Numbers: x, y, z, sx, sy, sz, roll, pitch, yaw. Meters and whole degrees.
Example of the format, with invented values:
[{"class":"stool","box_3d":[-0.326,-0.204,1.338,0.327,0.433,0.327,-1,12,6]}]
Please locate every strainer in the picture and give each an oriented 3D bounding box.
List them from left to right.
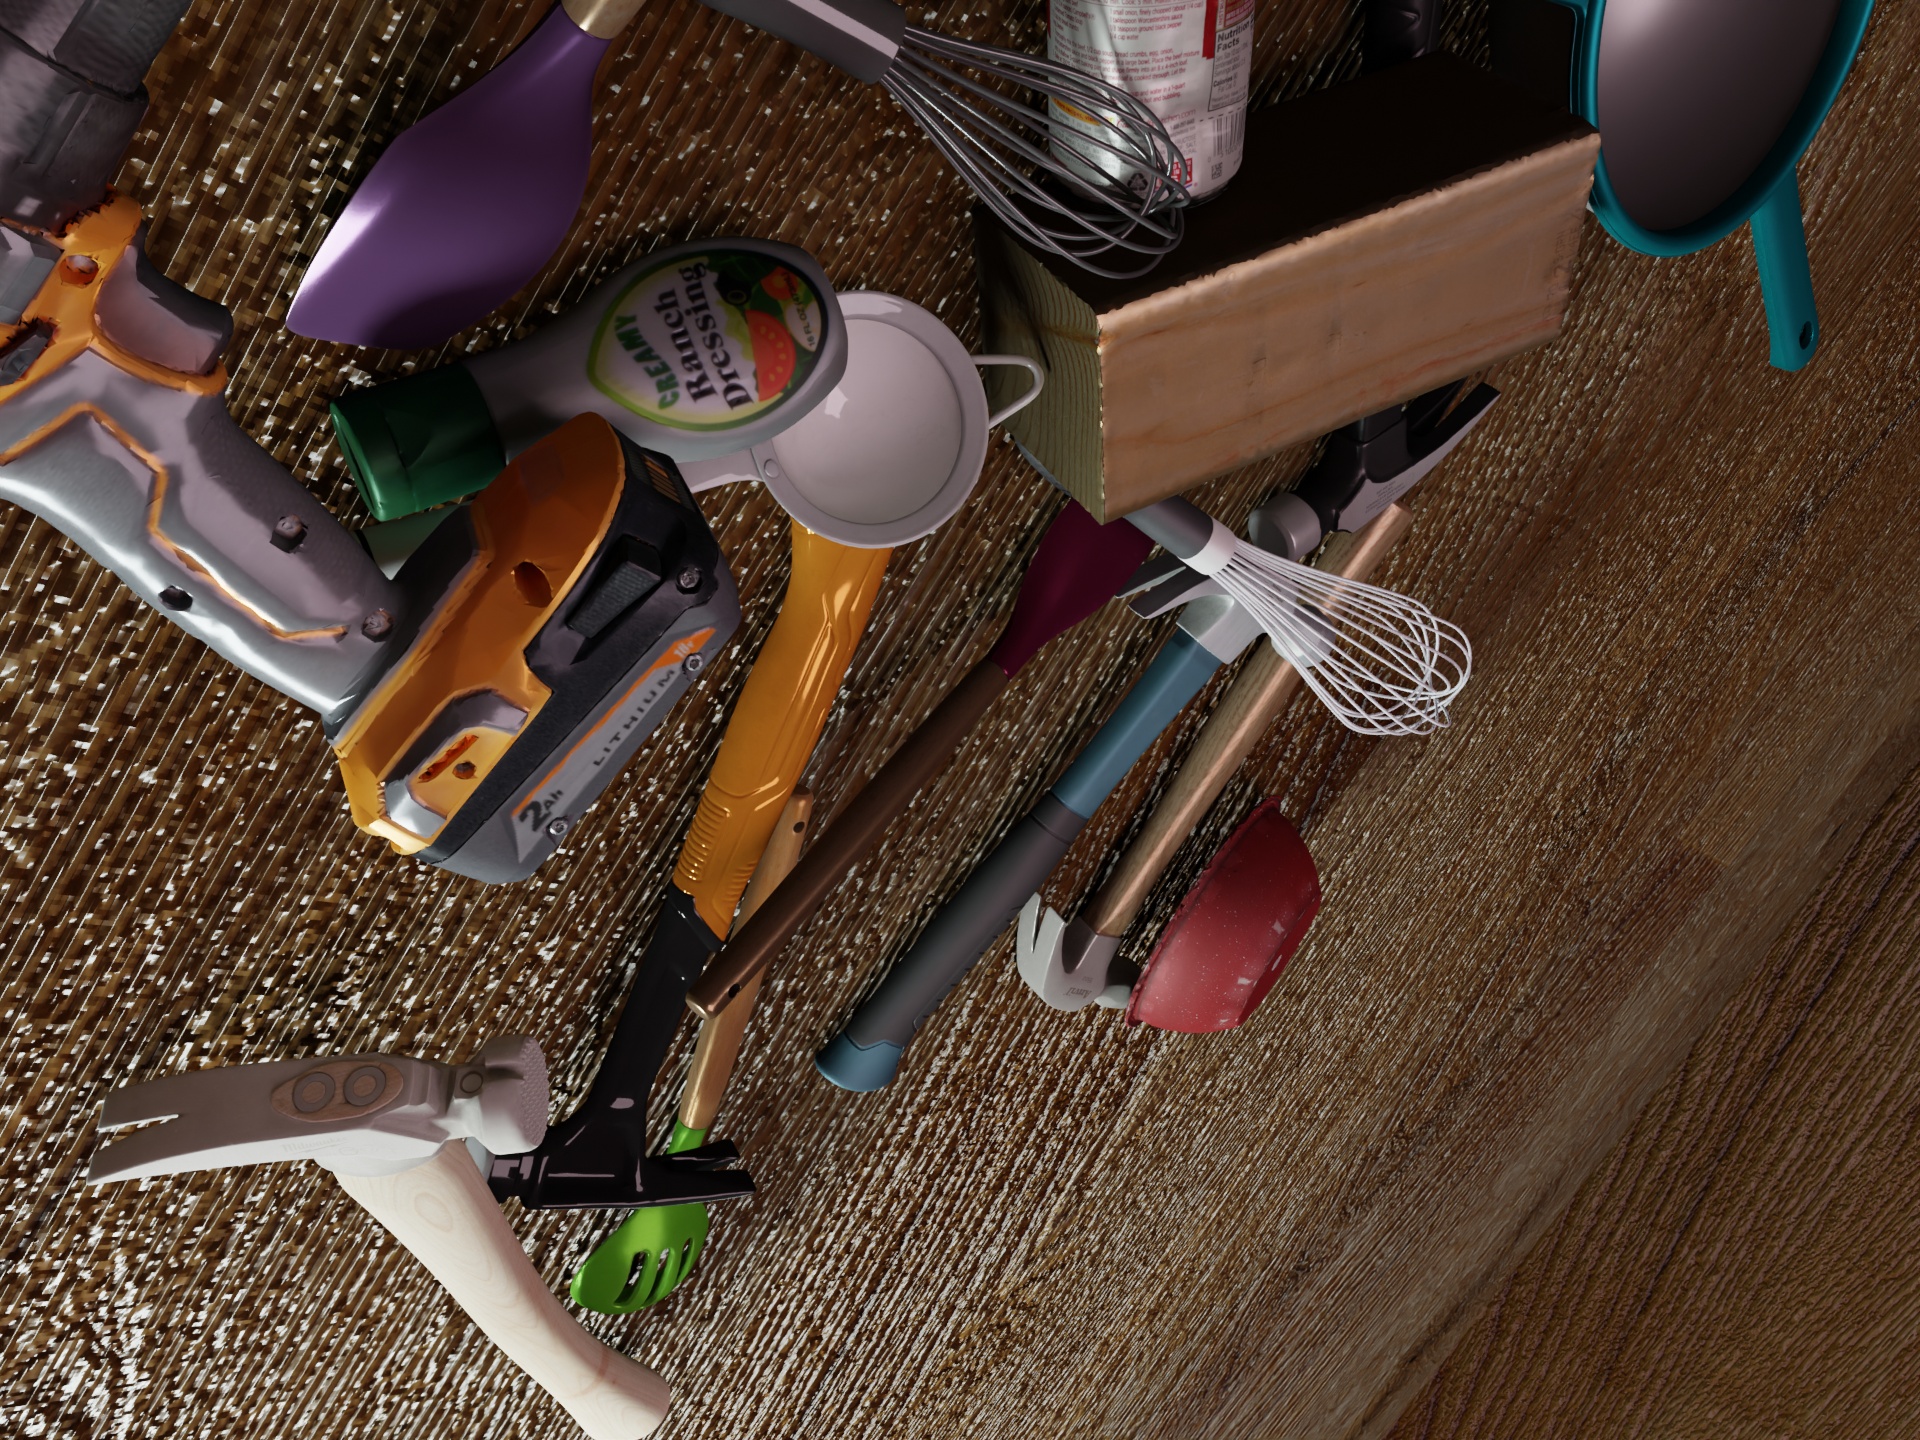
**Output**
[{"class":"strainer","box_3d":[-0.092,-0.081,0.517,0.258,0.050,0.087,-20,99,-25]},{"class":"strainer","box_3d":[0.316,-0.277,0.702,0.211,0.095,0.340,-52,137,-5]}]

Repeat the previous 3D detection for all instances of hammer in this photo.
[{"class":"hammer","box_3d":[-0.202,0.242,0.673,0.146,0.038,0.410,-6,143,-1]},{"class":"hammer","box_3d":[-0.090,0.059,0.636,0.127,0.034,0.336,11,113,-34]},{"class":"hammer","box_3d":[0.045,0.053,0.778,0.331,0.033,0.128,-51,135,7]},{"class":"hammer","box_3d":[0.136,0.020,0.859,0.130,0.031,0.331,18,108,-53]},{"class":"hammer","box_3d":[0.188,-0.225,0.687,0.146,0.035,0.334,-34,141,-20]}]

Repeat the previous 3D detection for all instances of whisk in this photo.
[{"class":"whisk","box_3d":[-0.024,-0.187,0.447,0.238,0.055,0.055,17,110,-33]},{"class":"whisk","box_3d":[0.129,-0.062,0.700,0.284,0.070,0.070,28,102,-32]}]

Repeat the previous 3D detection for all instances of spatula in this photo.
[{"class":"spatula","box_3d":[-0.066,-0.171,0.345,0.059,0.018,0.316,-3,158,-45]}]

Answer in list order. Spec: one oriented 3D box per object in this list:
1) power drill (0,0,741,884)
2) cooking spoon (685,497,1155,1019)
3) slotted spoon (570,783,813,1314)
[{"class":"power drill","box_3d":[-0.159,-0.074,0.372,0.226,0.084,0.185,32,105,-36]},{"class":"cooking spoon","box_3d":[-0.001,-0.002,0.649,0.319,0.017,0.068,-48,143,-25]},{"class":"slotted spoon","box_3d":[-0.117,0.163,0.726,0.070,0.031,0.313,-4,123,-42]}]
